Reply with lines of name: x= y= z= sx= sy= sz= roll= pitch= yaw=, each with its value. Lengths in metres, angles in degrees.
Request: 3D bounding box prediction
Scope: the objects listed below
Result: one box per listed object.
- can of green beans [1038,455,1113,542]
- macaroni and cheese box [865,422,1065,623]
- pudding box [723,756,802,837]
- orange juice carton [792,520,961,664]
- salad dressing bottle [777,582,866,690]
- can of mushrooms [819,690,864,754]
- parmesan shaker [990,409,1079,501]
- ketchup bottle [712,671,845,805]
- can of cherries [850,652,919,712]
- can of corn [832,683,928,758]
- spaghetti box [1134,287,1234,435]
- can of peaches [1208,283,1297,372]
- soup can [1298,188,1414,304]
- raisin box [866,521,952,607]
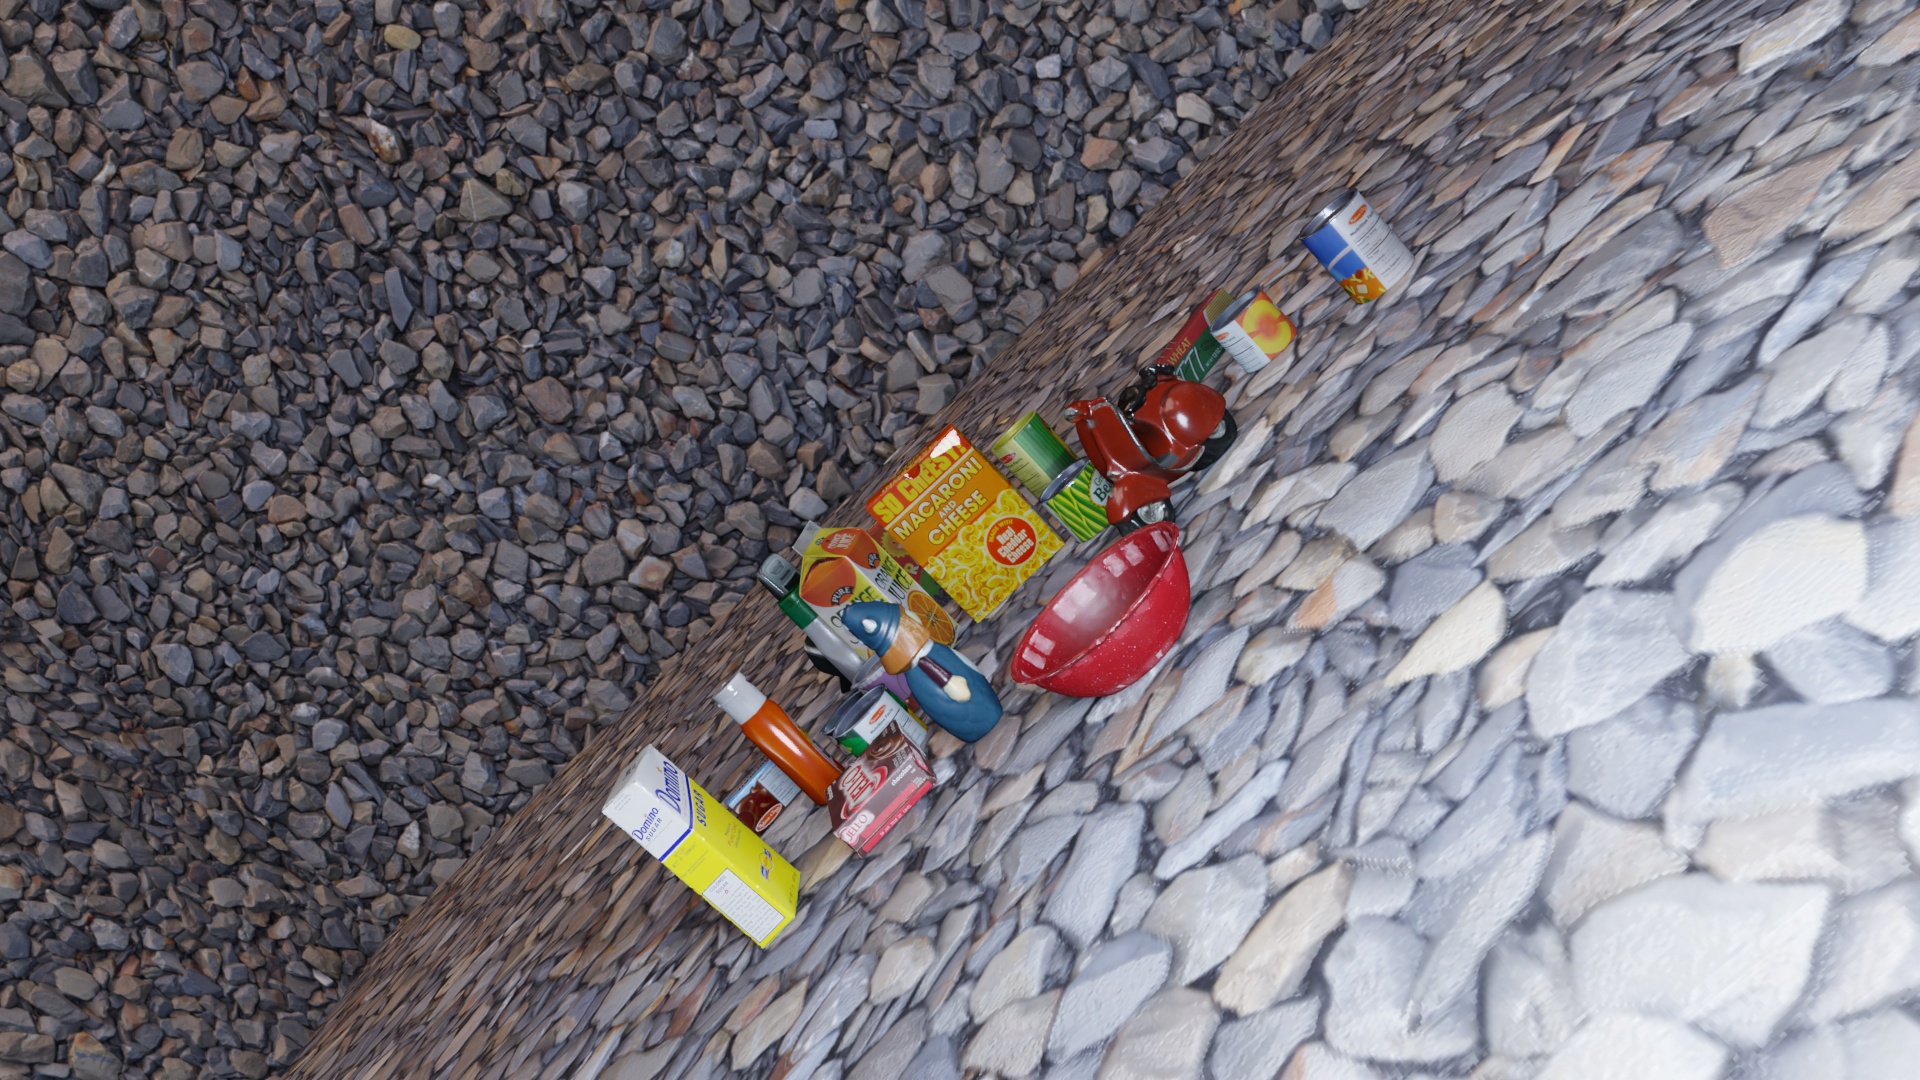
can of green beans: x=0.120 y=-0.040 z=1.362 sx=0.071 sy=0.058 sz=0.071 roll=-43 pitch=10 yaw=10
macaroni and cheese box: x=0.005 y=-0.018 z=1.412 sx=0.123 sy=0.166 sz=0.040 roll=-43 pitch=10 yaw=7
pudding box: x=-0.198 y=0.257 z=1.433 sx=0.084 sy=0.049 sz=0.030 roll=-47 pitch=10 yaw=-16
orange juice carton: x=-0.094 y=0.060 z=1.415 sx=0.073 sy=0.192 sz=0.072 roll=-40 pitch=11 yaw=24
salad dressing bottle: x=-0.133 y=0.108 z=1.498 sx=0.044 sy=0.147 sz=0.064 roll=-46 pitch=10 yaw=-10
can of mushrooms: x=-0.109 y=0.186 z=1.419 sx=0.071 sy=0.033 sz=0.071 roll=-43 pitch=10 yaw=10
parmesan shaker: x=0.091 y=-0.082 z=1.514 sx=0.071 sy=0.103 sz=0.071 roll=-43 pitch=10 yaw=10
ketchup bottle: x=-0.172 y=0.189 z=1.328 sx=0.043 sy=0.148 sz=0.064 roll=-47 pitch=10 yaw=-12
can of cherries: x=-0.065 y=0.139 z=1.364 sx=0.071 sy=0.058 sz=0.071 roll=-43 pitch=10 yaw=10
can of corn: x=-0.073 y=0.173 z=1.260 sx=0.071 sy=0.058 sz=0.071 roll=-43 pitch=10 yaw=10
spaghetti box: x=0.233 y=-0.180 z=1.503 sx=0.251 sy=0.050 sz=0.028 roll=-50 pitch=11 yaw=-29
can of peaches: x=0.291 y=-0.210 z=1.373 sx=0.071 sy=0.058 sz=0.071 roll=-43 pitch=10 yaw=10
soup can: x=0.359 y=-0.266 z=1.264 sx=0.071 sy=0.083 sz=0.071 roll=-43 pitch=10 yaw=10
raisin box: x=-0.037 y=0.007 z=1.595 sx=0.086 sy=0.123 sz=0.040 roll=-42 pitch=10 yaw=13
